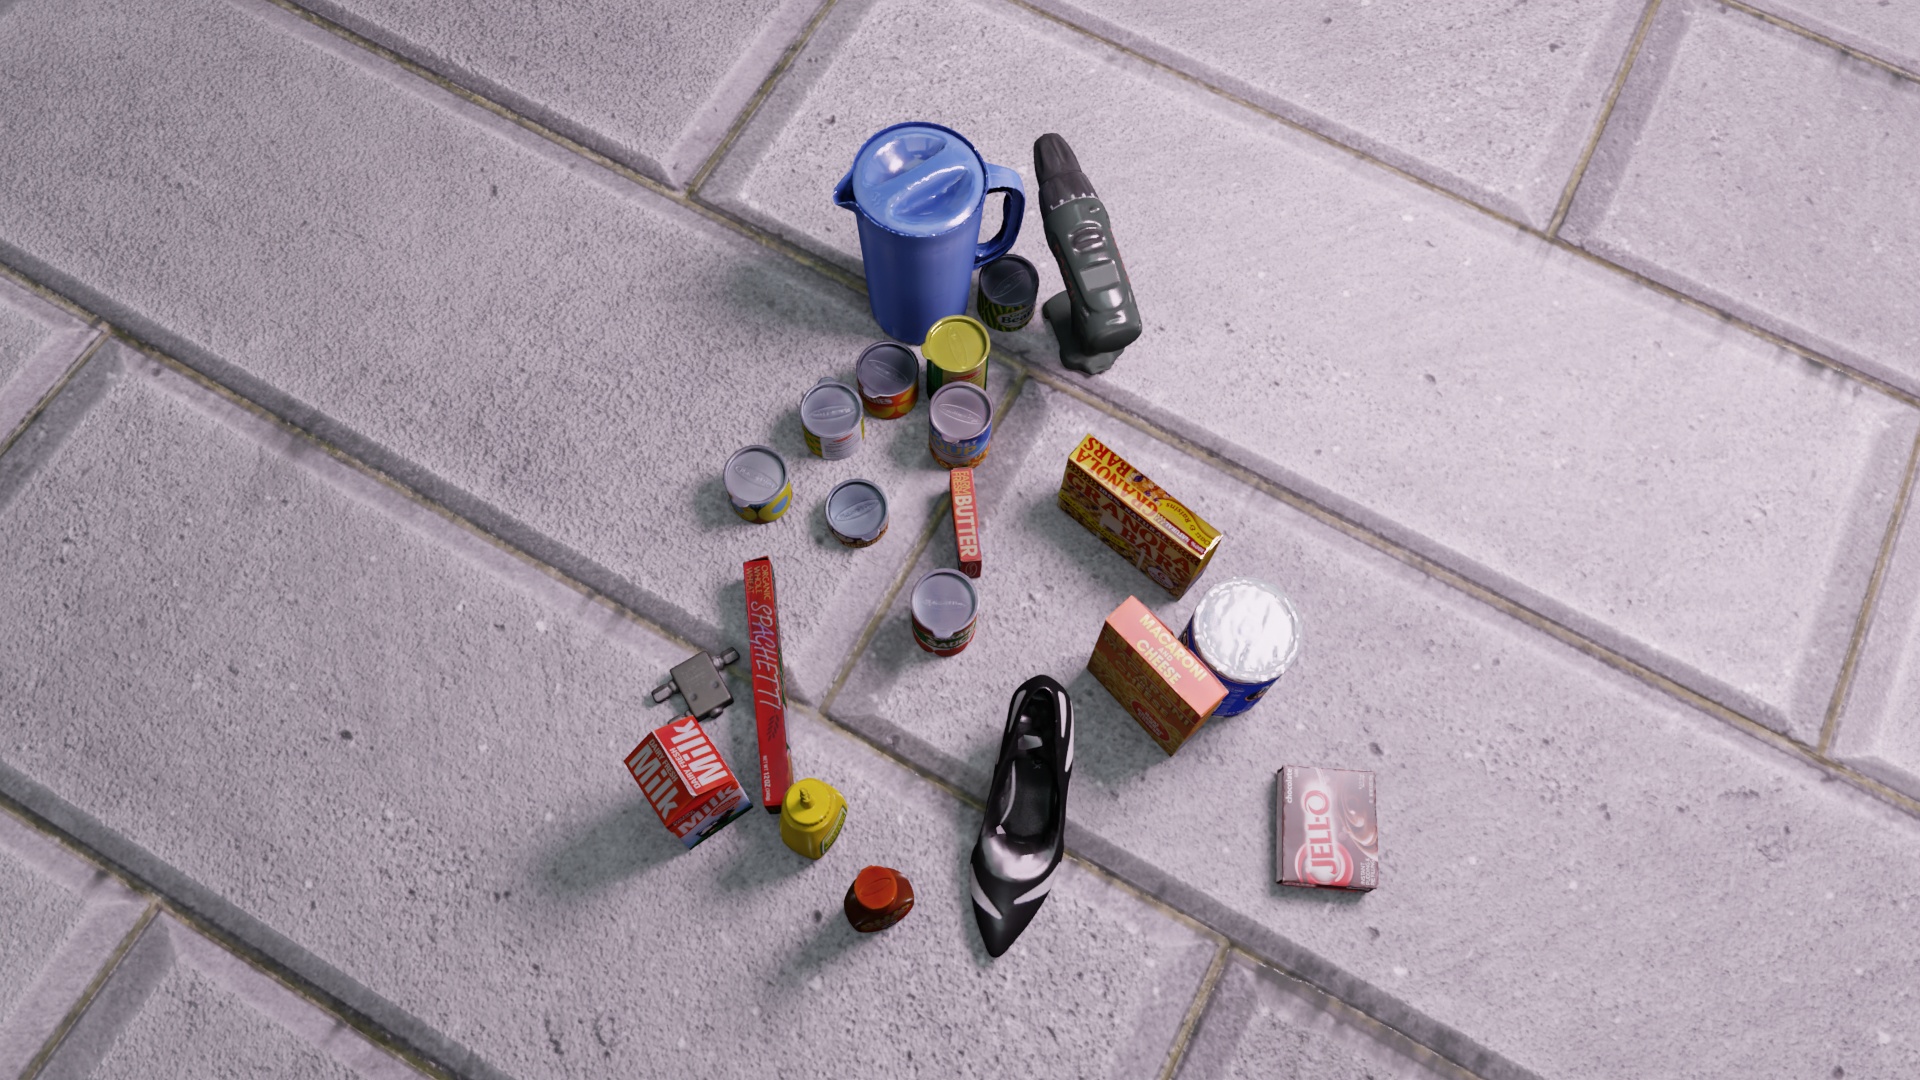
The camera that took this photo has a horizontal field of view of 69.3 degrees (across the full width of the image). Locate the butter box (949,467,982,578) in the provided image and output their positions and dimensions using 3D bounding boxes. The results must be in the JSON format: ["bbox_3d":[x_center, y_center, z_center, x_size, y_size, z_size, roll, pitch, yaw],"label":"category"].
[{"bbox_3d":[0.005,-0.018,1.422,0.024,0.053,0.104,-5,69,-3],"label":"butter box"}]

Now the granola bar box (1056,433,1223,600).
[{"bbox_3d":[0.175,-0.021,1.390,0.166,0.123,0.039,39,73,13],"label":"granola bar box"}]

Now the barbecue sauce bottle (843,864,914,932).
[{"bbox_3d":[-0.074,0.317,1.236,0.065,0.148,0.044,-24,71,-10],"label":"barbecue sauce bottle"}]

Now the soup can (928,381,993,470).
[{"bbox_3d":[-0.002,-0.115,1.443,0.071,0.083,0.071,1,69,-1],"label":"soup can"}]

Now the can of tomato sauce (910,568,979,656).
[{"bbox_3d":[-0.015,0.074,1.369,0.071,0.082,0.071,1,69,-1],"label":"can of tomato sauce"}]

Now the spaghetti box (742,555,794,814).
[{"bbox_3d":[-0.186,0.139,1.356,0.029,0.050,0.251,-7,69,-4],"label":"spaghetti box"}]

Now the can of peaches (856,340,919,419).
[{"bbox_3d":[-0.078,-0.168,1.476,0.071,0.058,0.071,1,69,-1],"label":"can of peaches"}]

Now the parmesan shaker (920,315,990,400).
[{"bbox_3d":[-0.007,-0.182,1.459,0.071,0.102,0.071,1,69,-1],"label":"parmesan shaker"}]

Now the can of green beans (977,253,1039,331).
[{"bbox_3d":[0.052,-0.270,1.520,0.071,0.057,0.071,1,69,-1],"label":"can of green beans"}]

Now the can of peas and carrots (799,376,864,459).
[{"bbox_3d":[-0.135,-0.127,1.458,0.071,0.058,0.071,1,69,-1],"label":"can of peas and carrots"}]

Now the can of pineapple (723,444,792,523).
[{"bbox_3d":[-0.209,-0.056,1.428,0.071,0.057,0.071,1,69,-1],"label":"can of pineapple"}]

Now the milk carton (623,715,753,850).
[{"bbox_3d":[-0.245,0.217,1.248,0.073,0.190,0.072,-34,73,-13],"label":"milk carton"}]

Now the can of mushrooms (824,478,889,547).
[{"bbox_3d":[-0.105,-0.026,1.432,0.071,0.033,0.071,1,69,-1],"label":"can of mushrooms"}]

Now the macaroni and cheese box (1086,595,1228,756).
[{"bbox_3d":[0.181,0.129,1.308,0.040,0.166,0.124,-40,75,-15],"label":"macaroni and cheese box"}]

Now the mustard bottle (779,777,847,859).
[{"bbox_3d":[-0.135,0.247,1.256,0.049,0.159,0.065,26,71,8],"label":"mustard bottle"}]
